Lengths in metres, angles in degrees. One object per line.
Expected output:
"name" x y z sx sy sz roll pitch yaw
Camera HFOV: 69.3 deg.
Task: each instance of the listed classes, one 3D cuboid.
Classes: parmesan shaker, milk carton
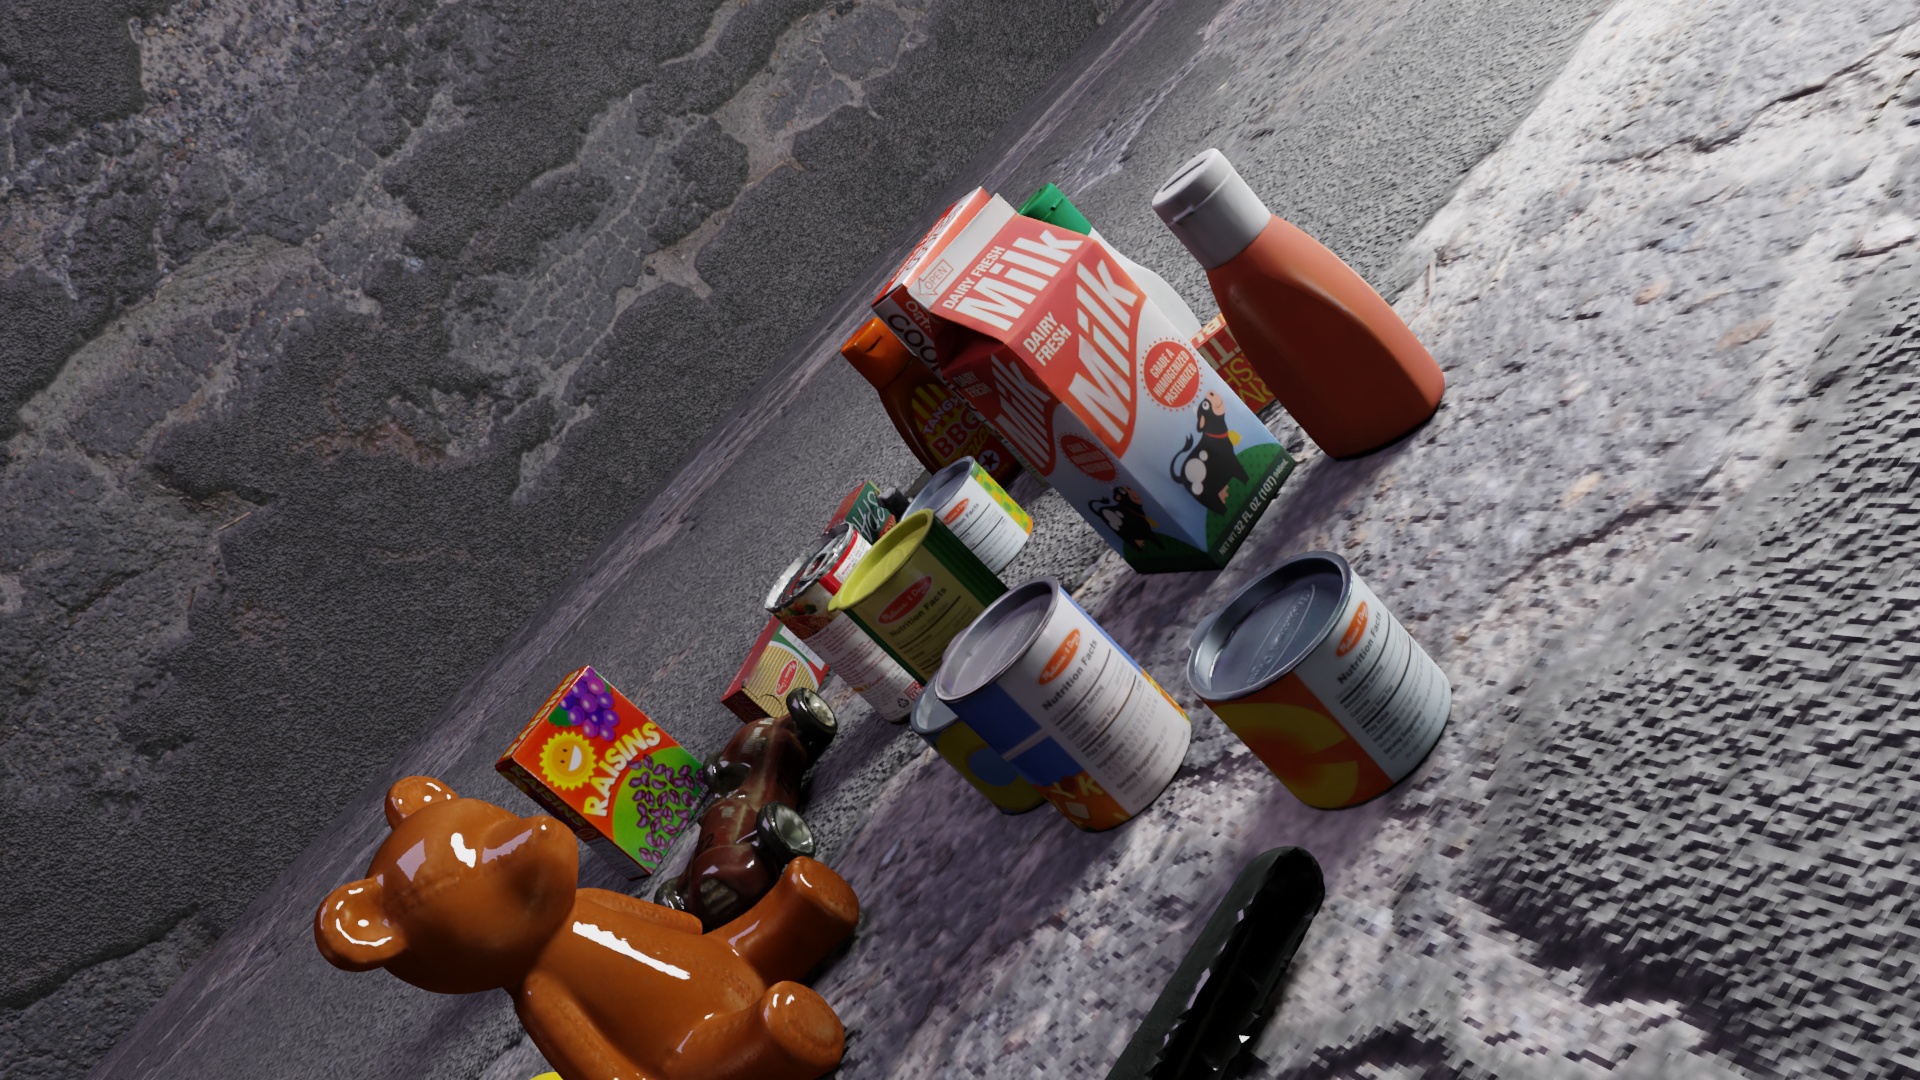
"parmesan shaker" -0.005 0.045 0.689 0.071 0.103 0.071 -41 16 15
"milk carton" 0.062 -0.073 0.660 0.072 0.190 0.073 -51 17 -20

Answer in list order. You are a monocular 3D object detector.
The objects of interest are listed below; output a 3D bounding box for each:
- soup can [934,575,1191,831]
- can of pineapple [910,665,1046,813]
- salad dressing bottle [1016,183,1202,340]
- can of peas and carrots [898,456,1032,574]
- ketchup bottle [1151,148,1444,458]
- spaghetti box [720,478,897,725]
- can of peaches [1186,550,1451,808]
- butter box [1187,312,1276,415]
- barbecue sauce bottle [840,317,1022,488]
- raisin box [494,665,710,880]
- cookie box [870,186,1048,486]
"soup can" 0.040 0.066 0.561 0.071 0.083 0.071 -40 16 15
"can of pineapple" 0.022 0.079 0.622 0.071 0.058 0.071 -40 17 15
"salad dressing bottle" 0.093 -0.158 0.870 0.064 0.147 0.044 -53 18 -28
"can of peas and carrots" 0.003 -0.011 0.887 0.071 0.058 0.071 -40 17 15
"ketchup bottle" 0.144 -0.104 0.610 0.064 0.148 0.044 -28 23 46
"spaghetti box" -0.100 0.045 1.014 0.028 0.050 0.251 -33 20 36
"can of peaches" 0.118 0.047 0.466 0.071 0.058 0.071 -40 17 15
"butter box" 0.140 -0.087 0.752 0.103 0.053 0.024 -40 17 16
"barbecue sauce bottle" -0.021 -0.093 0.987 0.065 0.148 0.043 -47 16 -7
"raisin box" -0.239 0.157 0.943 0.040 0.123 0.086 -25 25 50
"cookie box" 0.033 -0.137 0.931 0.040 0.167 0.123 -28 23 46
